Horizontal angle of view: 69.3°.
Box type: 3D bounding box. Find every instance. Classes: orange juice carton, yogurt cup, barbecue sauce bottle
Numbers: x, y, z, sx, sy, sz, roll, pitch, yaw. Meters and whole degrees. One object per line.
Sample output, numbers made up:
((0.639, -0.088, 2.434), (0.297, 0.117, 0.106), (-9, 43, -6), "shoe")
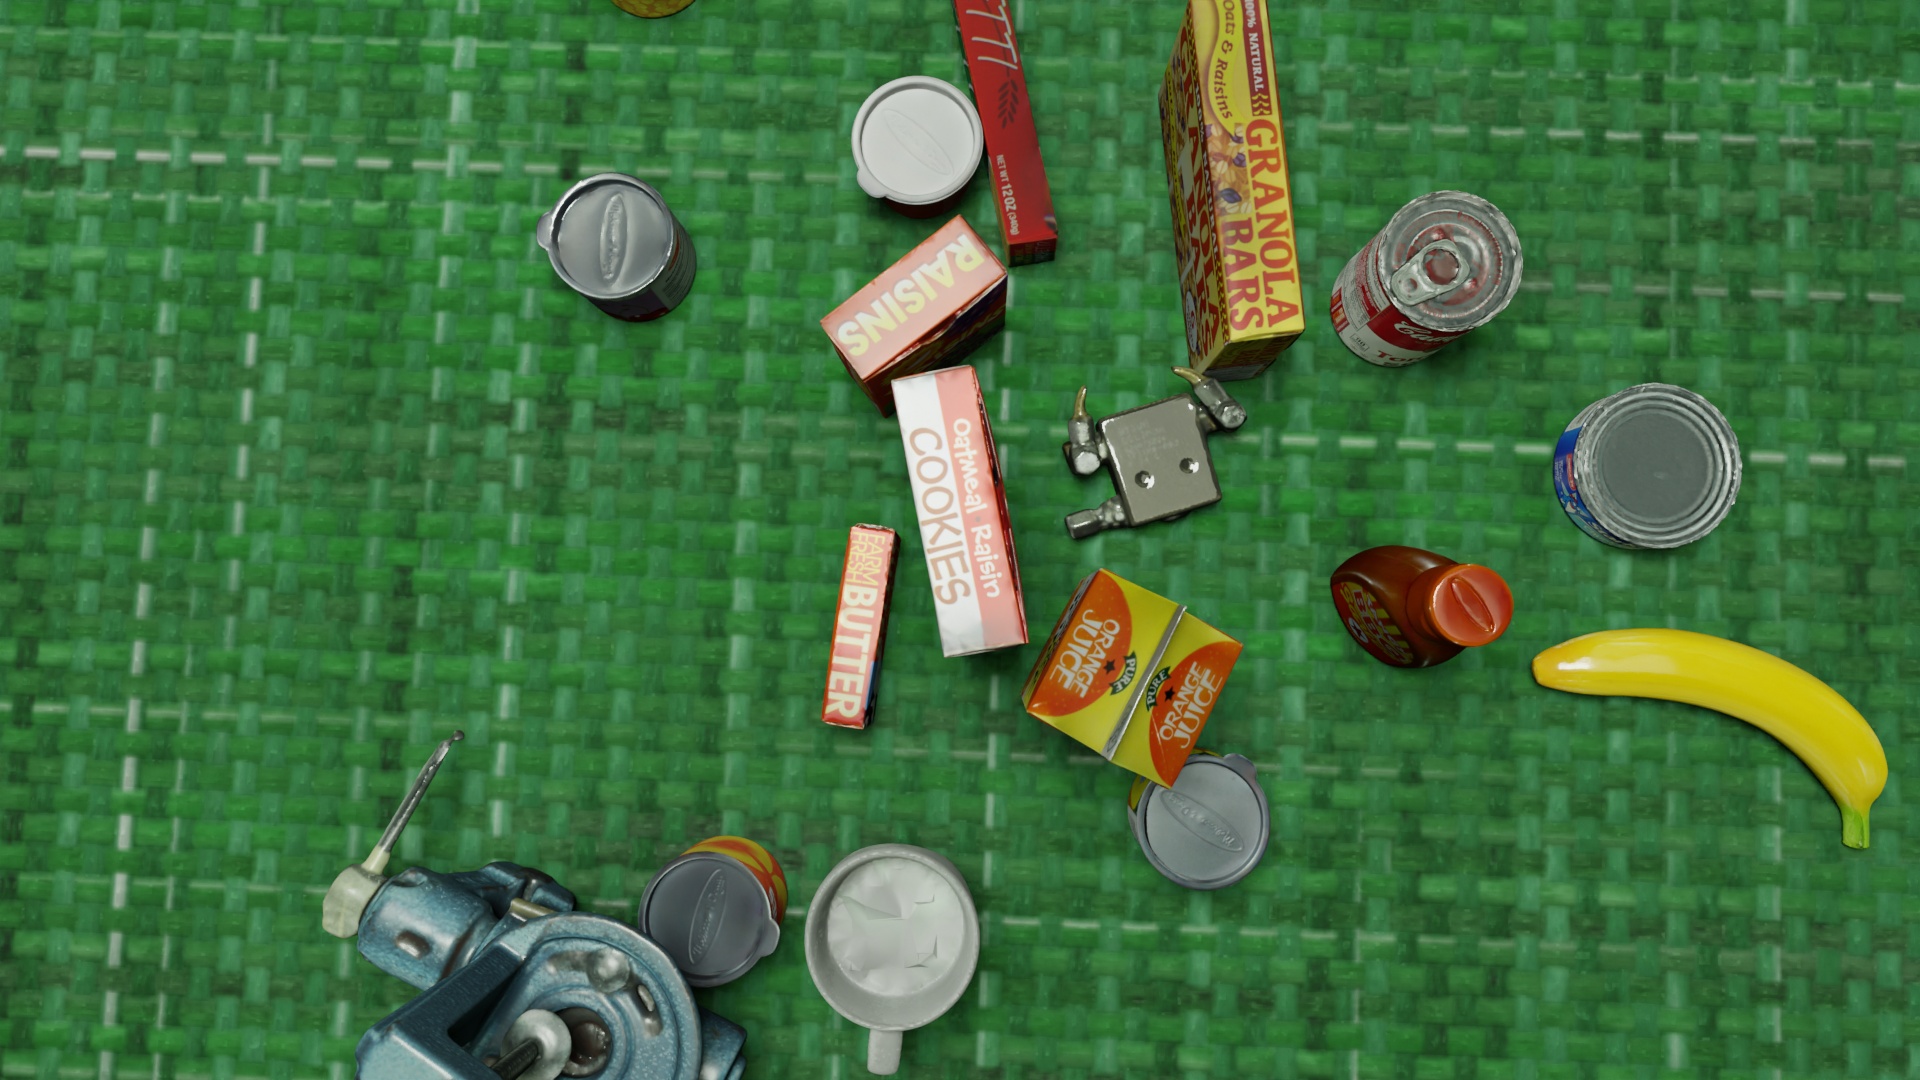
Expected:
((0.077, 0.062, 0.649), (0.073, 0.192, 0.072), (28, 88, 3), "orange juice carton")
((-0.022, -0.205, 0.740), (0.072, 0.054, 0.072), (0, 86, 1), "yogurt cup")
((0.222, 0.032, 0.671), (0.044, 0.148, 0.065), (-34, 86, -1), "barbecue sauce bottle")

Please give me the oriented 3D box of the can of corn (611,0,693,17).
((-0.171, -0.323, 0.749), (0.071, 0.058, 0.071), (0, 86, 1), "can of corn")

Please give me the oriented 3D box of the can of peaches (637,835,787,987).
((-0.123, 0.189, 0.712), (0.071, 0.058, 0.071), (0, 86, 1), "can of peaches")

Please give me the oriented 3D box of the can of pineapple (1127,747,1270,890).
((0.122, 0.139, 0.711), (0.071, 0.058, 0.071), (0, 86, 1), "can of pineapple")

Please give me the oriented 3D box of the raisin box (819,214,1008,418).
((-0.020, -0.108, 0.698), (0.086, 0.123, 0.040), (-37, 86, -1), "raisin box")

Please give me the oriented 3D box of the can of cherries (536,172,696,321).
((-0.181, -0.155, 0.737), (0.071, 0.058, 0.071), (0, 86, 1), "can of cherries")

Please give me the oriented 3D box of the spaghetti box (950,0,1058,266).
((0.014, -0.273, 0.746), (0.029, 0.050, 0.250), (-12, 86, 1), "spaghetti box")

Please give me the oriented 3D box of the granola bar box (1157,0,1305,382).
((0.134, -0.171, 0.699), (0.039, 0.124, 0.165), (-6, 86, 1), "granola bar box")

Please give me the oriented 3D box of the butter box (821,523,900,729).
((-0.051, 0.044, 0.723), (0.024, 0.053, 0.103), (8, 86, 2), "butter box")

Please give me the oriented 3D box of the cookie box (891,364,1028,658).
((0.002, -0.008, 0.669), (0.040, 0.167, 0.123), (-12, 86, 1), "cookie box")
